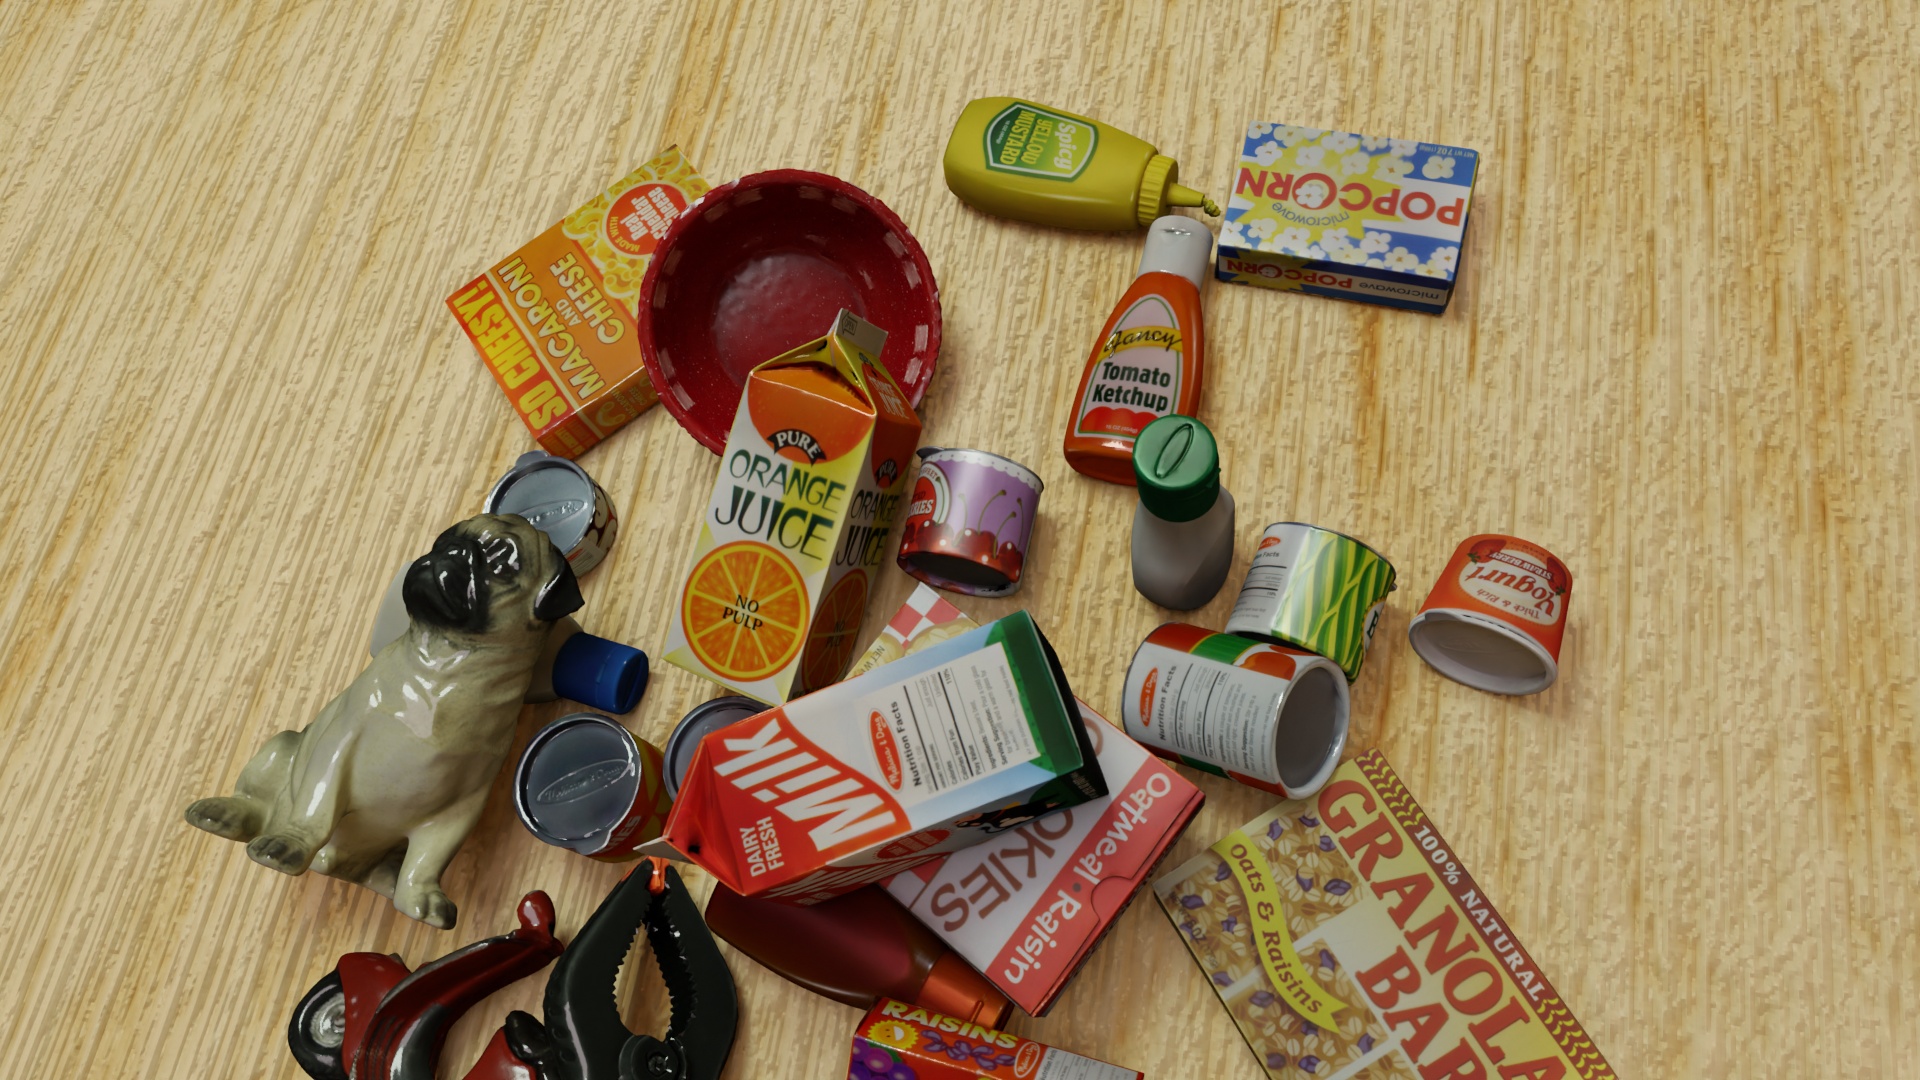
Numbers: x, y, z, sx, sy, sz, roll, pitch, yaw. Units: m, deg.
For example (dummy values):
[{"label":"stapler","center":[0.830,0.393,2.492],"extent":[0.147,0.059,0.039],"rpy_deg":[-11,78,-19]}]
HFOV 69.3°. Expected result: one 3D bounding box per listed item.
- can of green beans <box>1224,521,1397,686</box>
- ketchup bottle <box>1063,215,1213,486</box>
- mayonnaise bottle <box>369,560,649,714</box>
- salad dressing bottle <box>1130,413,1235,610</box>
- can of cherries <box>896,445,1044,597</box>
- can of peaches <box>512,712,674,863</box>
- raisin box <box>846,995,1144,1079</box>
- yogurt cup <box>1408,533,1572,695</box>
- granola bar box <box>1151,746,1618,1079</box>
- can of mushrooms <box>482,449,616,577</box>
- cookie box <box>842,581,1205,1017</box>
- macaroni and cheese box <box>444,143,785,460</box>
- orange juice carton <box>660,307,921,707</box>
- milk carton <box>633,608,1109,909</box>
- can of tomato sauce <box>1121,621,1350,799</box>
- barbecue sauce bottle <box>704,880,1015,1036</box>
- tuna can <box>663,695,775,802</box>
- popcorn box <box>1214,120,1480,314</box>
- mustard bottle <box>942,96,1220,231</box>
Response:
[{"label":"can of green beans","center":[0.168,0.032,0.670],"extent":[0.071,0.071,0.058],"rpy_deg":[20,74,17]},{"label":"ketchup bottle","center":[0.103,-0.103,0.749],"extent":[0.065,0.043,0.149],"rpy_deg":[10,70,18]},{"label":"mayonnaise bottle","center":[-0.242,0.057,0.749],"extent":[0.148,0.041,0.065],"rpy_deg":[15,79,14]},{"label":"salad dressing bottle","center":[0.104,-0.012,0.654],"extent":[0.044,0.147,0.064],"rpy_deg":[28,76,19]},{"label":"can of cherries","center":[0.003,-0.009,0.715],"extent":[0.071,0.071,0.058],"rpy_deg":[9,72,14]},{"label":"can of peaches","center":[-0.181,0.128,0.700],"extent":[0.071,0.058,0.071],"rpy_deg":[-3,68,8]},{"label":"raisin box","center":[0.010,0.259,0.604],"extent":[0.123,0.040,0.086],"rpy_deg":[11,102,14]},{"label":"yogurt cup","center":[0.253,0.034,0.656],"extent":[0.072,0.072,0.054],"rpy_deg":[22,66,18]},{"label":"granola bar box","center":[0.182,0.195,0.616],"extent":[0.124,0.039,0.166],"rpy_deg":[-31,66,-2]},{"label":"can of mushrooms","center":[-0.230,-0.013,0.779],"extent":[0.071,0.033,0.071],"rpy_deg":[-4,68,10]},{"label":"cookie box","center":[0.010,0.117,0.642],"extent":[0.168,0.040,0.123],"rpy_deg":[36,82,22]},{"label":"macaroni and cheese box","center":[-0.201,-0.140,0.821],"extent":[0.166,0.040,0.124],"rpy_deg":[-36,67,-5]},{"label":"orange juice carton","center":[-0.077,-0.019,0.699],"extent":[0.073,0.072,0.192],"rpy_deg":[19,94,16]},{"label":"milk carton","center":[-0.041,0.104,0.599],"extent":[0.190,0.072,0.073],"rpy_deg":[-22,67,5]},{"label":"can of tomato sauce","center":[0.129,0.077,0.643],"extent":[0.083,0.071,0.071],"rpy_deg":[11,68,45]},{"label":"barbecue sauce bottle","center":[-0.045,0.191,0.658],"extent":[0.149,0.043,0.065],"rpy_deg":[25,76,18]},{"label":"tuna can","center":[-0.112,0.113,0.706],"extent":[0.071,0.032,0.071],"rpy_deg":[-4,68,9]},{"label":"popcorn box","center":[0.211,-0.178,0.761],"extent":[0.127,0.038,0.085],"rpy_deg":[12,72,15]},{"label":"mustard bottle","center":[0.072,-0.209,0.794],"extent":[0.160,0.048,0.065],"rpy_deg":[16,74,16]}]
